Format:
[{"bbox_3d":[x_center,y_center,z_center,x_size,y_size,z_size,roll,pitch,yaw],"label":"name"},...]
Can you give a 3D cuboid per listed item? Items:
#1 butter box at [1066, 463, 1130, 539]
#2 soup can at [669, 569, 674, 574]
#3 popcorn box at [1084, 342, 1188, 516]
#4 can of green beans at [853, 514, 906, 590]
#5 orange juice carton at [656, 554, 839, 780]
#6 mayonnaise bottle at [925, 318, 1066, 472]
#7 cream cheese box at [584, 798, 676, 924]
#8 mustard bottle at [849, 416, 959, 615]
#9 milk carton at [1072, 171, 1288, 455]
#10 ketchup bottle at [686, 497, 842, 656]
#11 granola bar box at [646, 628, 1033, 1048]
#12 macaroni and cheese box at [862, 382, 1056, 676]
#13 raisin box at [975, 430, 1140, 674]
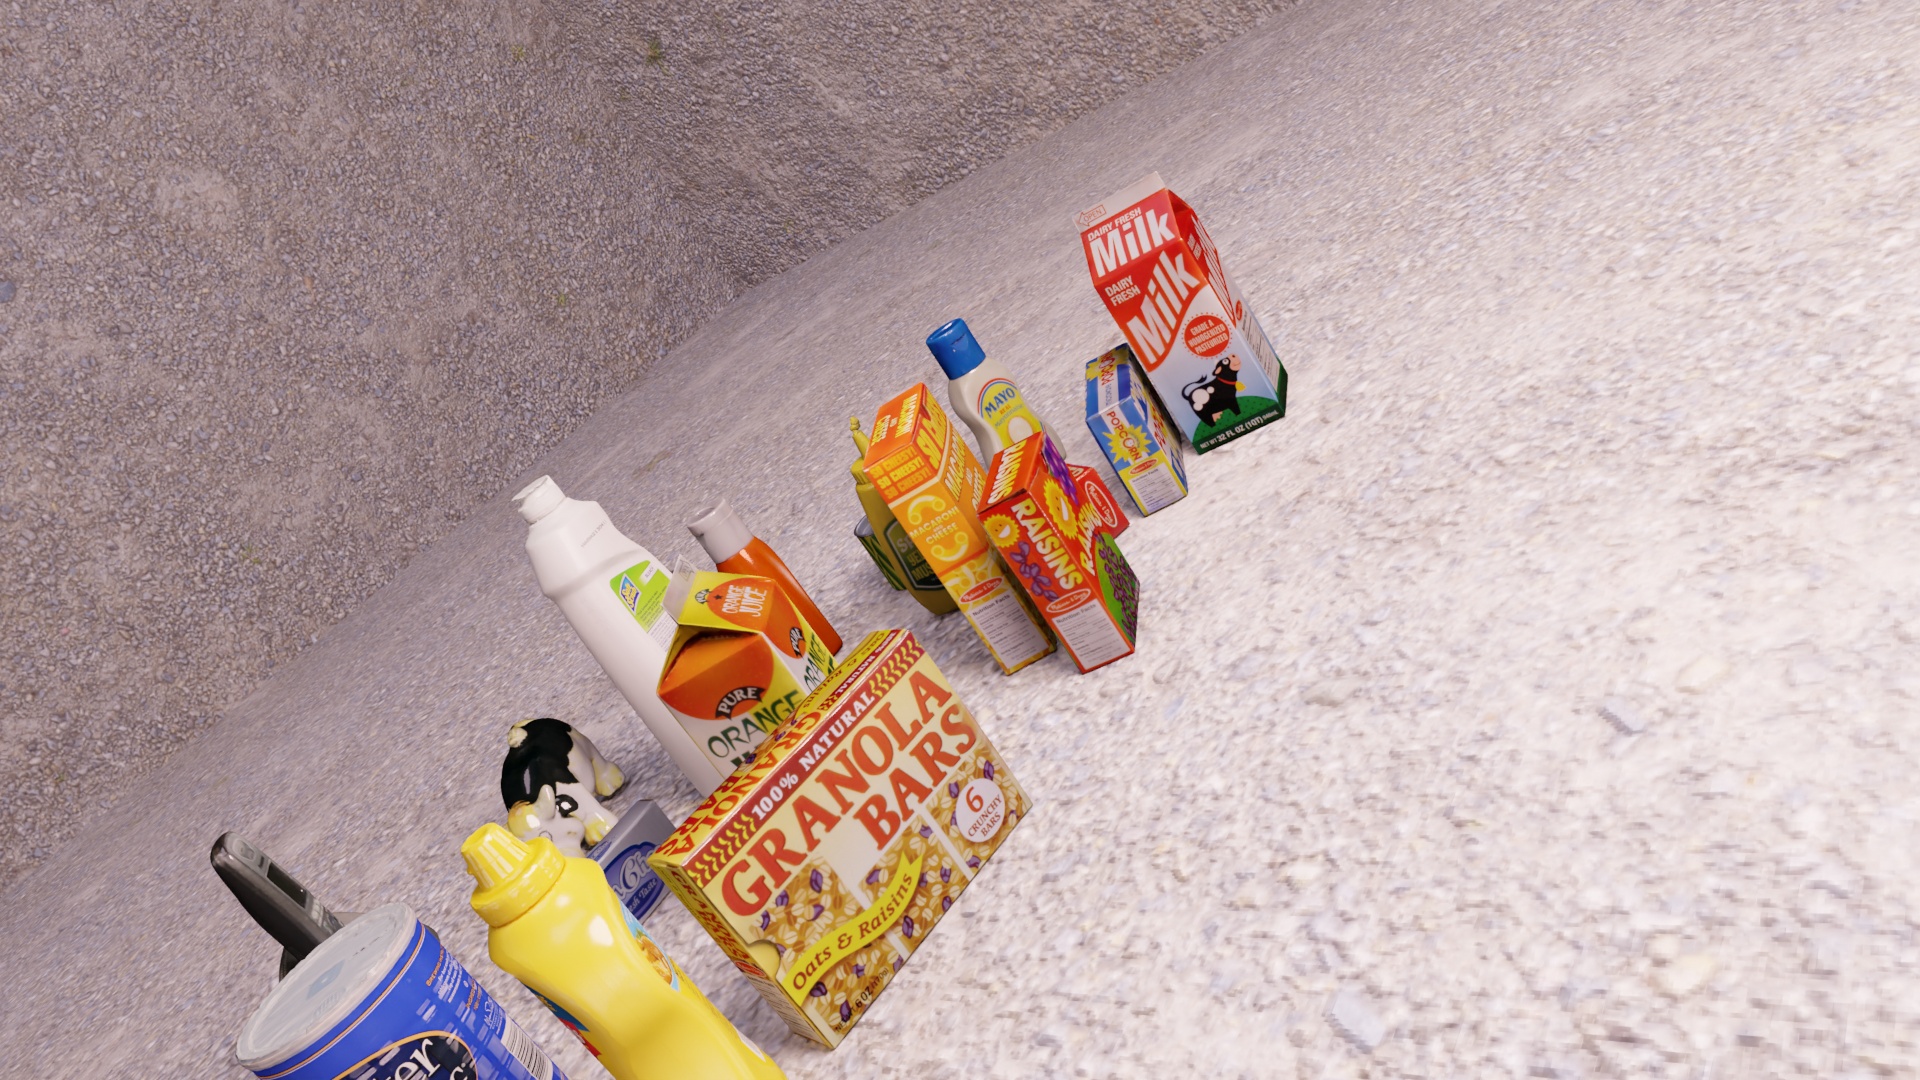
[{"bbox_3d":[0.077,-0.030,1.004,0.024,0.053,0.103,-39,19,-14],"label":"butter box"},{"bbox_3d":[-0.261,0.078,1.252,0.071,0.083,0.071,-30,19,12],"label":"soup can"},{"bbox_3d":[0.126,-0.082,1.003,0.038,0.085,0.127,-28,20,17],"label":"popcorn box"},{"bbox_3d":[-0.044,-0.001,1.127,0.071,0.057,0.071,-30,19,12],"label":"can of green beans"},{"bbox_3d":[-0.107,0.095,0.789,0.073,0.192,0.072,-31,19,11],"label":"orange juice carton"},{"bbox_3d":[0.025,-0.112,1.142,0.065,0.147,0.041,-40,19,-17],"label":"mayonnaise bottle"},{"bbox_3d":[-0.218,0.220,0.883,0.024,0.053,0.104,-13,28,47],"label":"cream cheese box"},{"bbox_3d":[-0.038,-0.021,1.009,0.065,0.160,0.049,-30,19,12],"label":"mustard bottle"},{"bbox_3d":[0.157,-0.165,0.989,0.072,0.190,0.074,-25,21,27],"label":"milk carton"},{"bbox_3d":[-0.154,0.035,1.080,0.044,0.148,0.064,-46,22,-31],"label":"ketchup bottle"},{"bbox_3d":[-0.053,0.143,0.689,0.166,0.124,0.039,-46,22,-30],"label":"granola bar box"},{"bbox_3d":[0.003,-0.011,0.906,0.040,0.166,0.124,-30,19,14],"label":"macaroni and cheese box"},{"bbox_3d":[0.062,0.006,0.835,0.040,0.123,0.086,-27,20,22],"label":"raisin box"}]
